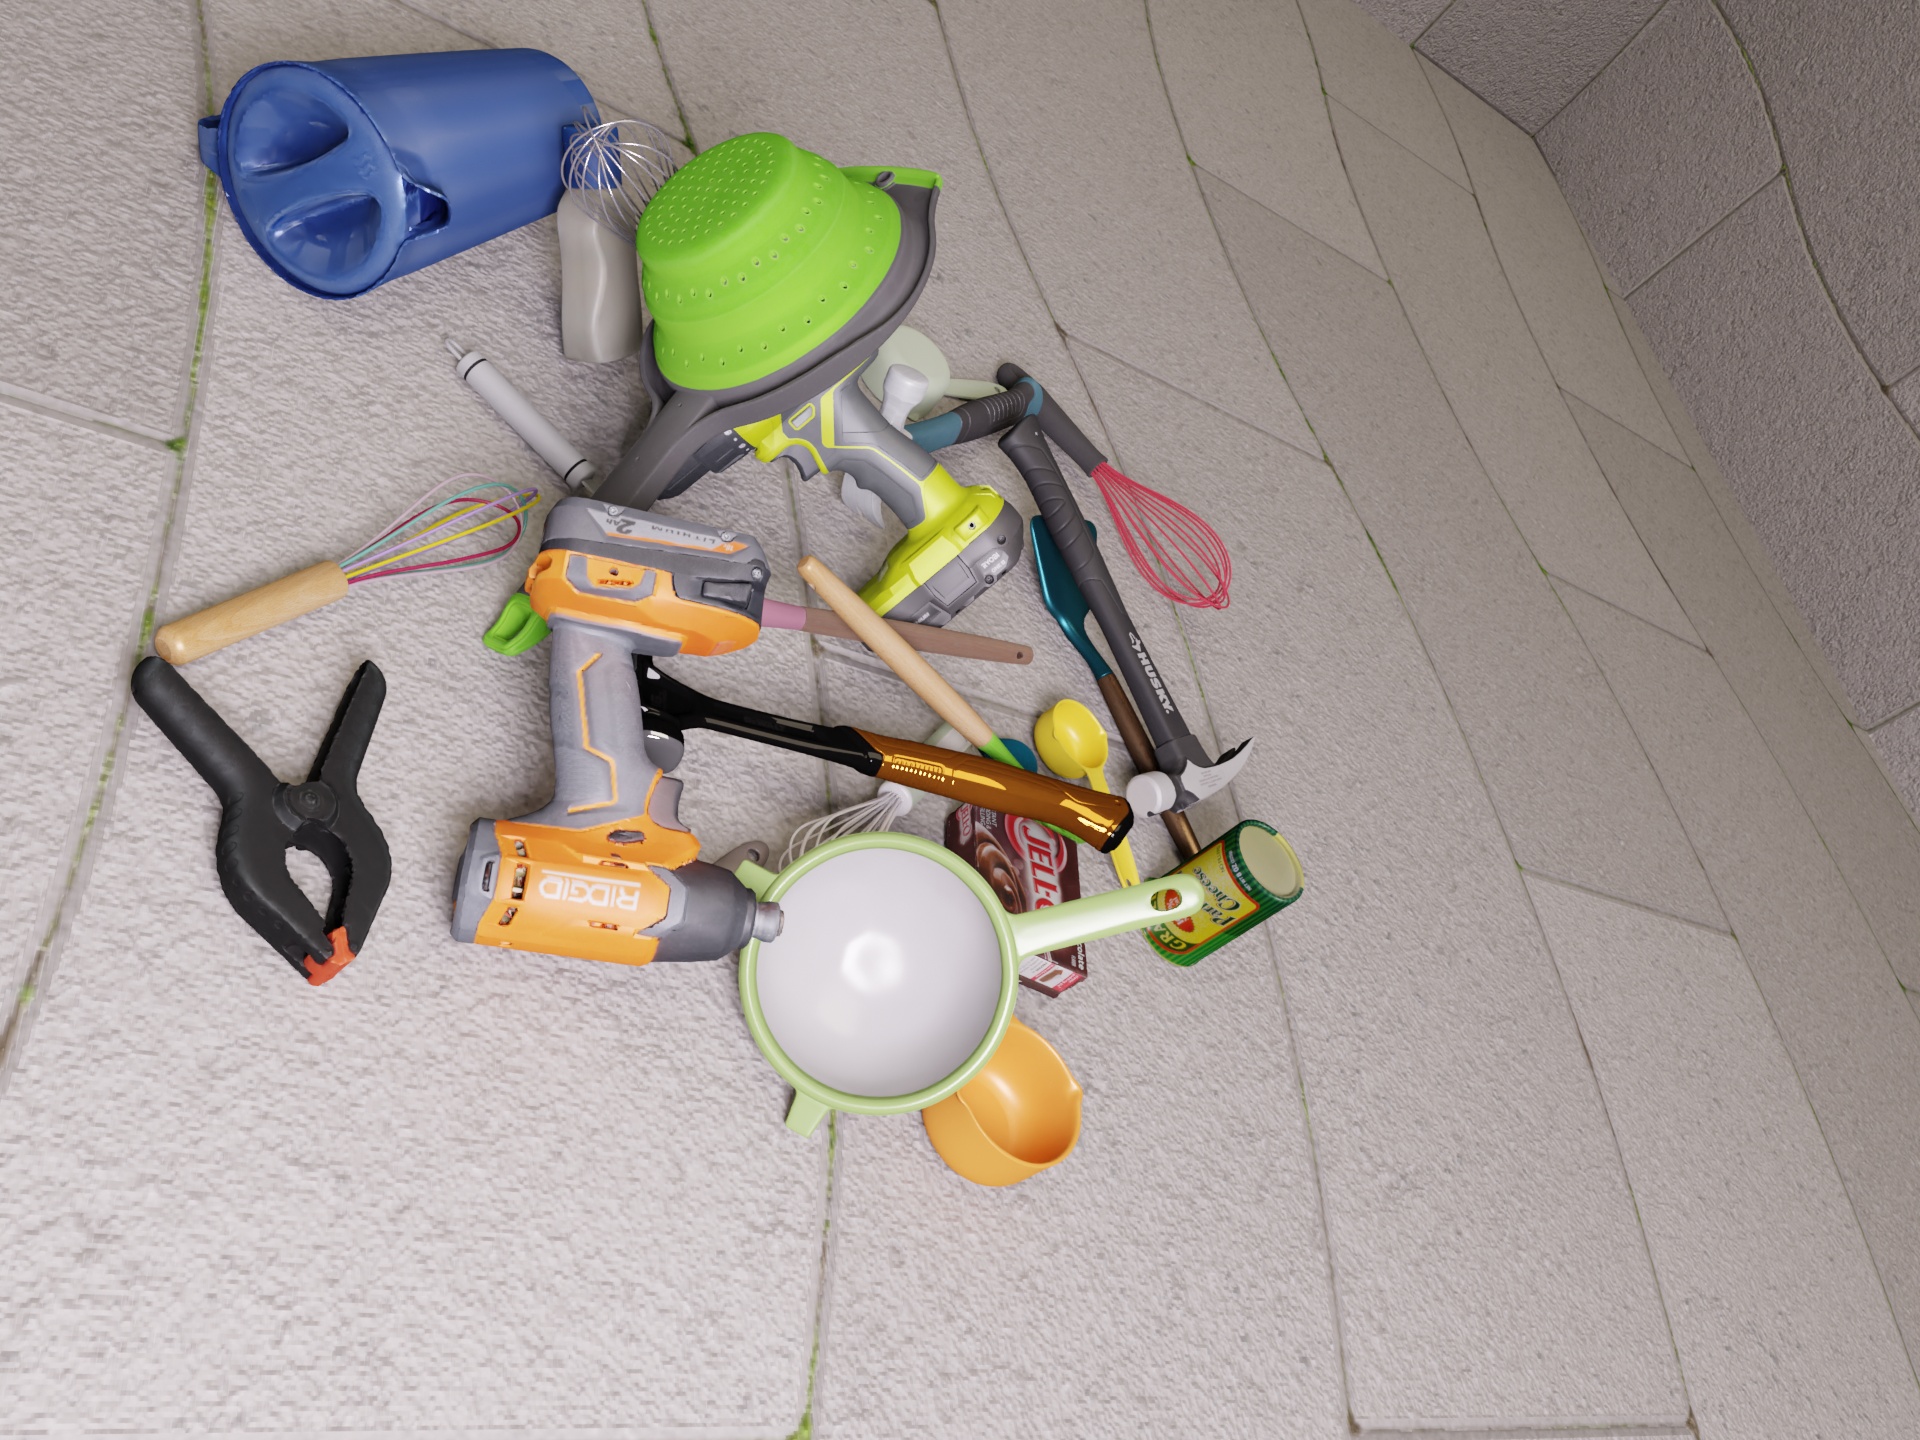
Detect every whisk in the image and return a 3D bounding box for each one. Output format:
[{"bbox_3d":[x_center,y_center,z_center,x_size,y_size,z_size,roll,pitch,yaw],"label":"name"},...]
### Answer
[{"bbox_3d":[-0.045,0.053,1.003,0.057,0.059,0.246,64,31,-12],"label":"whisk"},{"bbox_3d":[0.133,-0.207,1.390,0.296,0.073,0.073,48,37,10],"label":"whisk"},{"bbox_3d":[-0.189,-0.308,1.061,0.070,0.070,0.284,64,3,19],"label":"whisk"},{"bbox_3d":[-0.322,-0.083,0.861,0.047,0.051,0.245,31,38,18],"label":"whisk"}]

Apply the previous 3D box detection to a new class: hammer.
[{"bbox_3d":[-0.043,0.020,0.978,0.336,0.034,0.127,16,34,-22],"label":"hammer"},{"bbox_3d":[0.116,-0.089,1.225,0.146,0.035,0.335,-12,73,-48],"label":"hammer"},{"bbox_3d":[-0.003,-0.231,1.243,0.033,0.128,0.331,33,27,10],"label":"hammer"}]

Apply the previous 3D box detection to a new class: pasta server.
[{"bbox_3d":[-0.073,-0.058,0.992,0.316,0.060,0.040,7,12,-38],"label":"pasta server"}]

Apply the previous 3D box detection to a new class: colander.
[{"bbox_3d":[-0.168,-0.215,0.925,0.397,0.205,0.094,-56,137,-16],"label":"colander"}]

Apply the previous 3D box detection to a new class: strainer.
[{"bbox_3d":[-0.233,-0.150,1.000,0.258,0.050,0.087,45,22,1],"label":"strainer"},{"bbox_3d":[0.007,0.125,0.884,0.256,0.069,0.151,-14,84,-4],"label":"strainer"}]

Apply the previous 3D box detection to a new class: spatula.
[{"bbox_3d":[0.130,-0.016,1.231,0.082,0.044,0.318,-2,61,-47],"label":"spatula"}]

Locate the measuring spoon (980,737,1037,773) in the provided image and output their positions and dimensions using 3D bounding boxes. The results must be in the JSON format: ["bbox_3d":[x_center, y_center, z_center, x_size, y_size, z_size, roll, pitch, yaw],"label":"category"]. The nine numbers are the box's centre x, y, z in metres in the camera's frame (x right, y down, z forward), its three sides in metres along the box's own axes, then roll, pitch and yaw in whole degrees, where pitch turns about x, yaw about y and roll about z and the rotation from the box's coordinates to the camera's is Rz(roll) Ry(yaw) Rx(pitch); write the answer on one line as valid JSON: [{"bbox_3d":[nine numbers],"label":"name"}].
[{"bbox_3d":[0.009,-0.002,1.119,0.128,0.021,0.042,45,38,-6],"label":"measuring spoon"}]

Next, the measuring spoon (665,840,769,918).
[{"bbox_3d":[-0.142,0.095,0.894,0.034,0.018,0.124,50,37,2],"label":"measuring spoon"}]

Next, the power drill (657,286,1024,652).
[{"bbox_3d":[-0.086,-0.156,1.055,0.228,0.190,0.080,48,9,-18],"label":"power drill"}]

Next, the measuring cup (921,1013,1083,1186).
[{"bbox_3d":[0.009,0.188,0.935,0.095,0.052,0.174,9,50,-39],"label":"measuring cup"}]

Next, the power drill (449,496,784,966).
[{"bbox_3d":[-0.161,0.013,0.822,0.164,0.084,0.227,11,74,-17],"label":"power drill"}]

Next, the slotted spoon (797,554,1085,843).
[{"bbox_3d":[-0.002,-0.003,1.026,0.313,0.070,0.031,45,71,-35],"label":"slotted spoon"}]

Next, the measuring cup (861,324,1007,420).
[{"bbox_3d":[-0.011,-0.291,1.332,0.167,0.038,0.083,-4,62,-43],"label":"measuring cup"}]

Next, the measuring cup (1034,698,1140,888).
[{"bbox_3d":[0.094,0.061,1.151,0.062,0.029,0.157,-1,67,-48],"label":"measuring cup"}]
